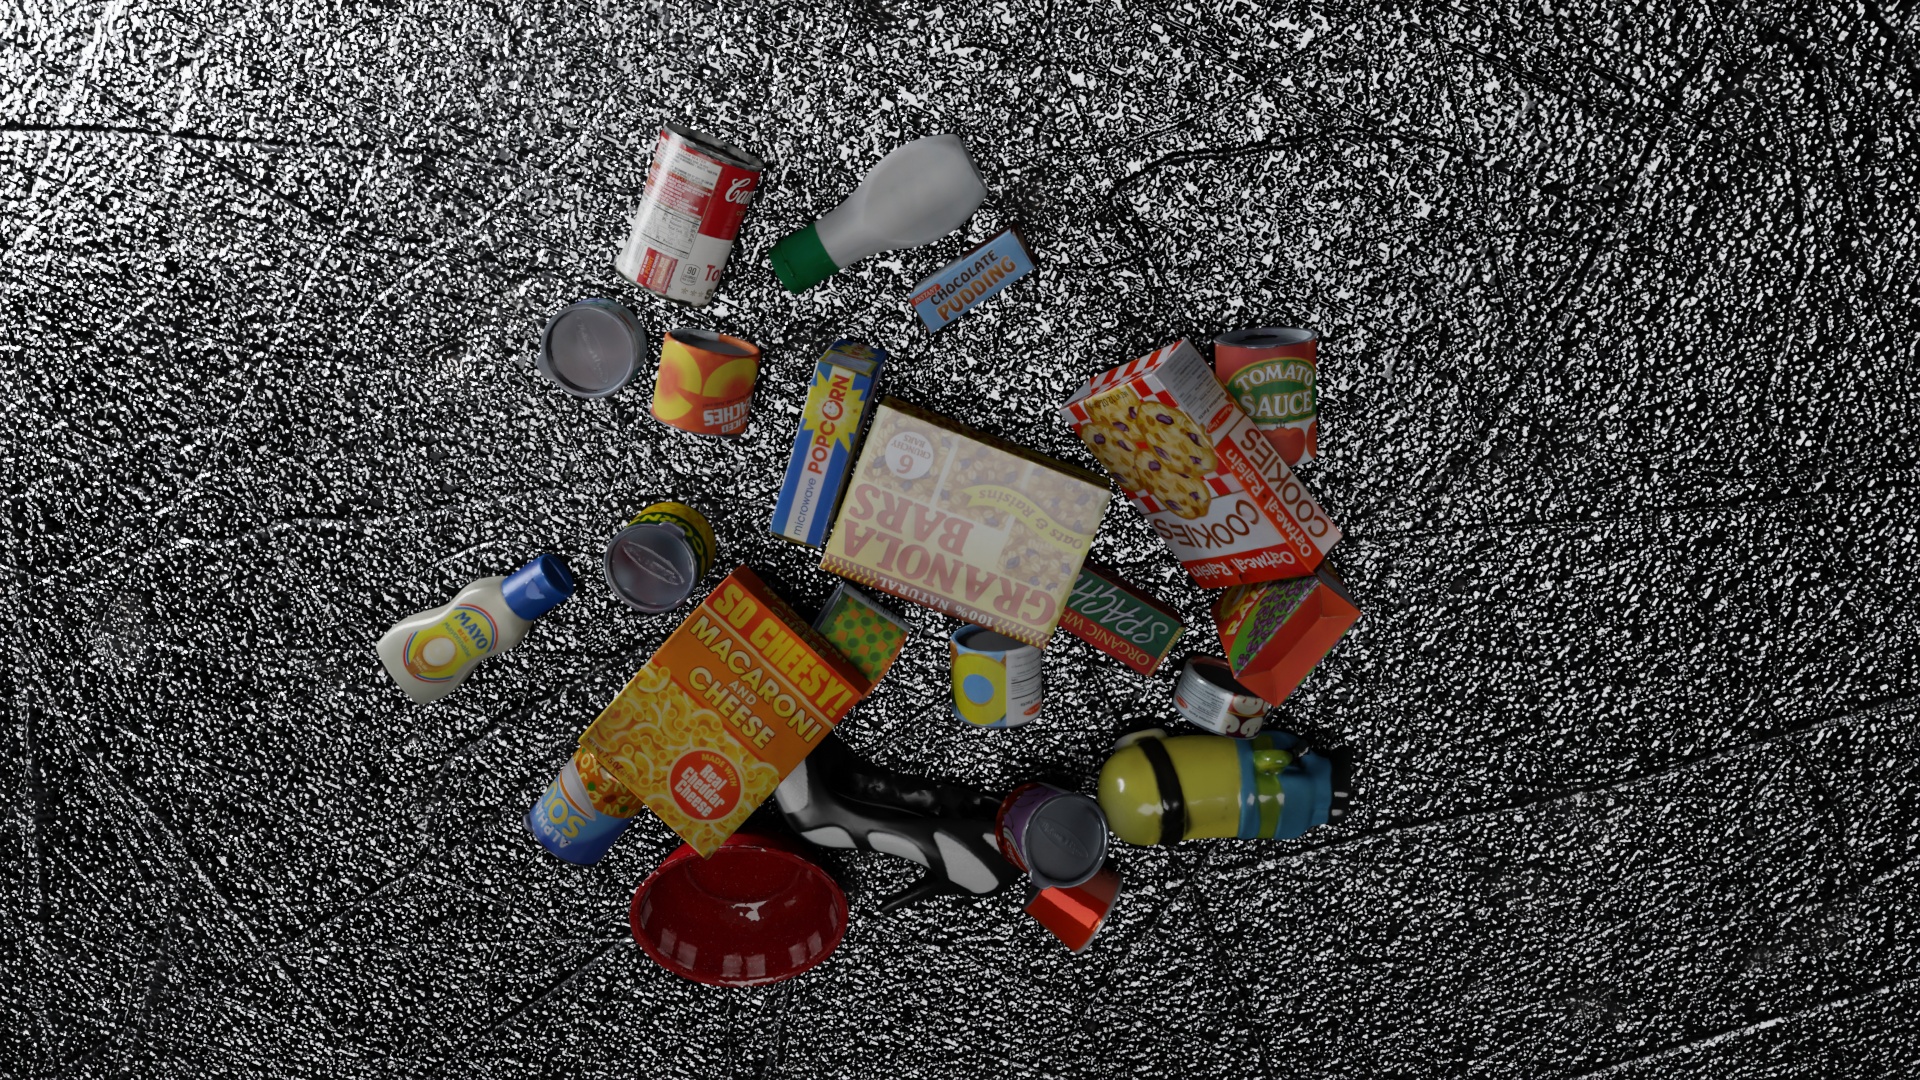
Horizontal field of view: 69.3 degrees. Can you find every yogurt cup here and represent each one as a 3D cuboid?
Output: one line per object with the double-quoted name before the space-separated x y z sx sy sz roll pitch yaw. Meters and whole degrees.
"yogurt cup" 0.083 0.269 1.048 0.054 0.072 0.072 32 107 2

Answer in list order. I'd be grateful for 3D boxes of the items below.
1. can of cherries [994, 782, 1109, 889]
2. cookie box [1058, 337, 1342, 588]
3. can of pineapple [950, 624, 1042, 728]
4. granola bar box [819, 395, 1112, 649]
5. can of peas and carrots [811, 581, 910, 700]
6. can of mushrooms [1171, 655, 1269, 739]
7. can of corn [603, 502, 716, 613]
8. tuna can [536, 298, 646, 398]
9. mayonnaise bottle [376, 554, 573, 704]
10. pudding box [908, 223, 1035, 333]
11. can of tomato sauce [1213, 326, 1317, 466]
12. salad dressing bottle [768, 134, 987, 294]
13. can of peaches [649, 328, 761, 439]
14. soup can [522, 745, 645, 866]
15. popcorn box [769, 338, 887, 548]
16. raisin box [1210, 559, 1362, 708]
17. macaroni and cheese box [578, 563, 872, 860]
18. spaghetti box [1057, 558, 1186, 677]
"can of cherries" 0.063 0.212 0.997 0.071 0.058 0.071 0 89 -21
"cookie box" 0.155 -0.044 0.916 0.040 0.122 0.167 -45 102 -22
"can of pineapple" 0.024 0.095 0.997 0.071 0.071 0.057 0 107 4
"granola bar box" 0.003 -0.012 0.947 0.165 0.039 0.123 21 106 -3
"can of peas and carrots" -0.078 0.074 0.995 0.059 0.071 0.070 33 107 -7
"can of mushrooms" 0.189 0.111 0.992 0.071 0.071 0.033 17 107 -1
"can of corn" -0.211 0.009 0.989 0.071 0.058 0.071 1 107 4
"tuna can" -0.255 -0.132 0.961 0.071 0.033 0.070 1 107 3
"mayonnaise bottle" -0.354 0.061 1.023 0.148 0.041 0.064 -31 101 13
"pudding box" 0.008 -0.175 0.922 0.083 0.050 0.030 -31 105 12
"can of tomato sauce" 0.204 -0.095 0.924 0.071 0.071 0.082 -3 107 5
"salad dressing bottle" -0.056 -0.213 0.919 0.147 0.044 0.064 -26 106 12
"can of peaches" -0.171 -0.107 0.945 0.071 0.071 0.058 14 107 -1
"soup can" -0.276 0.191 1.043 0.071 0.071 0.083 37 106 -8
"popcorn box" -0.089 -0.067 0.943 0.038 0.085 0.126 18 108 -1
"raisin box" 0.216 0.048 0.939 0.040 0.124 0.086 35 107 -9
"macaroni and cheese box" -0.162 0.117 0.956 0.124 0.040 0.166 43 103 -1
"spaghetti box" 0.042 0.015 0.990 0.250 0.029 0.050 30 107 -6
